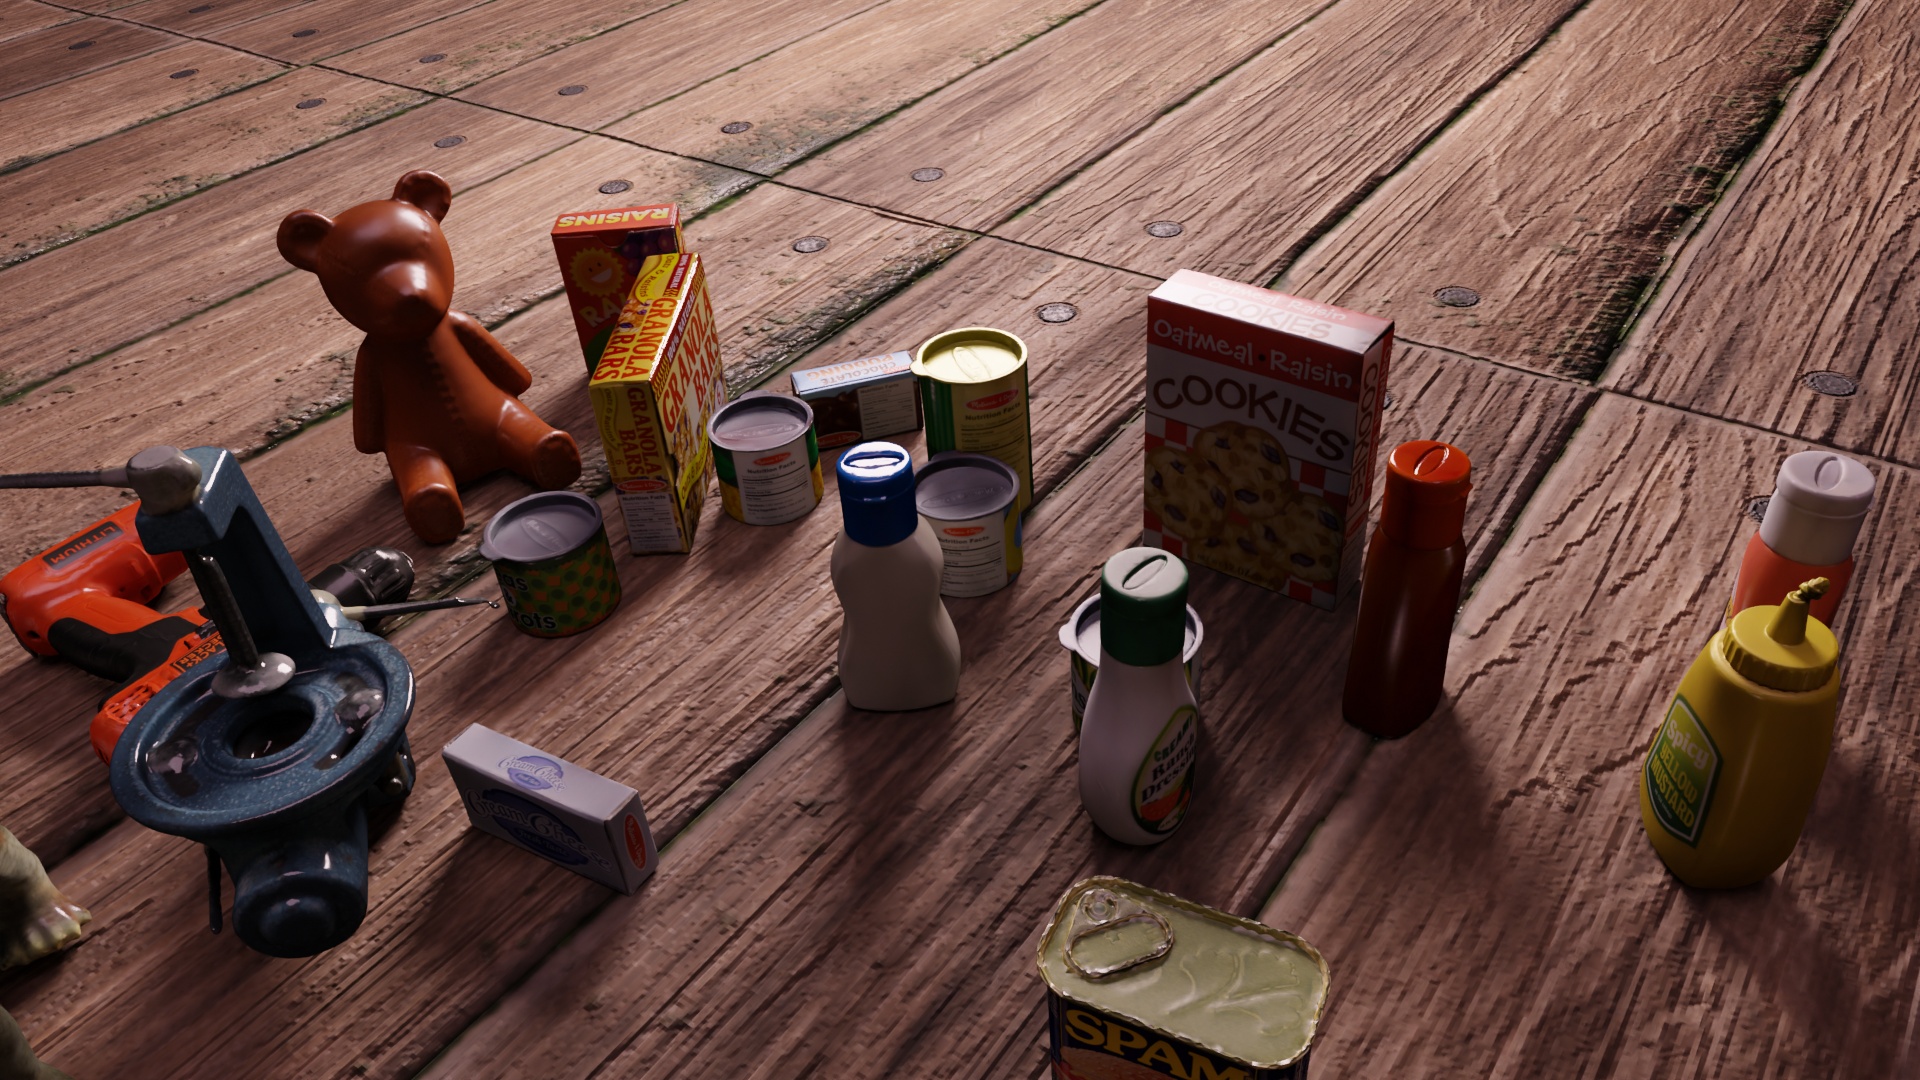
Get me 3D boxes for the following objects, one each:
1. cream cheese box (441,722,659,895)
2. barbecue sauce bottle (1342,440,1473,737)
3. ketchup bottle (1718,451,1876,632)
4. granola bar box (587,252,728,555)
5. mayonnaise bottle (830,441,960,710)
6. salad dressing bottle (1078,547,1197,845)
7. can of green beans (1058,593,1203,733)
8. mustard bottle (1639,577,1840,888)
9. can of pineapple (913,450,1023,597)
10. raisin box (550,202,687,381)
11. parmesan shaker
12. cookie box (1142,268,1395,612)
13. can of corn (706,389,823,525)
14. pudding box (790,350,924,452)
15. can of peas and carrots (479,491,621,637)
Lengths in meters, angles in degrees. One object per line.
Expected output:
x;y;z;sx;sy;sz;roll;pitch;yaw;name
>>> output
-0.193;0.126;0.653;0.104;0.053;0.024;16;42;25;cream cheese box
0.216;0.023;0.668;0.044;0.147;0.065;23;45;32;barbecue sauce bottle
0.380;0.030;0.642;0.043;0.148;0.065;20;44;29;ketchup bottle
-0.184;-0.089;0.876;0.039;0.123;0.166;-2;37;3;granola bar box
-0.036;0.021;0.697;0.065;0.147;0.041;-4;37;1;mayonnaise bottle
0.080;0.071;0.619;0.044;0.146;0.064;27;47;35;salad dressing bottle
0.088;0.066;0.699;0.071;0.057;0.071;-3;37;2;can of green beans
0.327;0.075;0.577;0.049;0.159;0.065;-6;37;-1;mustard bottle
0.003;-0.010;0.807;0.071;0.057;0.071;-3;37;2;can of pineapple
-0.234;-0.174;0.993;0.086;0.122;0.040;-5;37;-1;raisin box
0.007;-0.069;0.847;0.071;0.102;0.072;-3;37;2;parmesan shaker
0.163;-0.055;0.759;0.123;0.166;0.040;22;44;30;cookie box
-0.122;-0.053;0.876;0.071;0.058;0.071;-3;37;2;can of corn
-0.069;-0.093;0.931;0.084;0.049;0.030;-13;38;-12;pudding box
-0.235;0.015;0.799;0.071;0.058;0.071;-3;37;2;can of peas and carrots
